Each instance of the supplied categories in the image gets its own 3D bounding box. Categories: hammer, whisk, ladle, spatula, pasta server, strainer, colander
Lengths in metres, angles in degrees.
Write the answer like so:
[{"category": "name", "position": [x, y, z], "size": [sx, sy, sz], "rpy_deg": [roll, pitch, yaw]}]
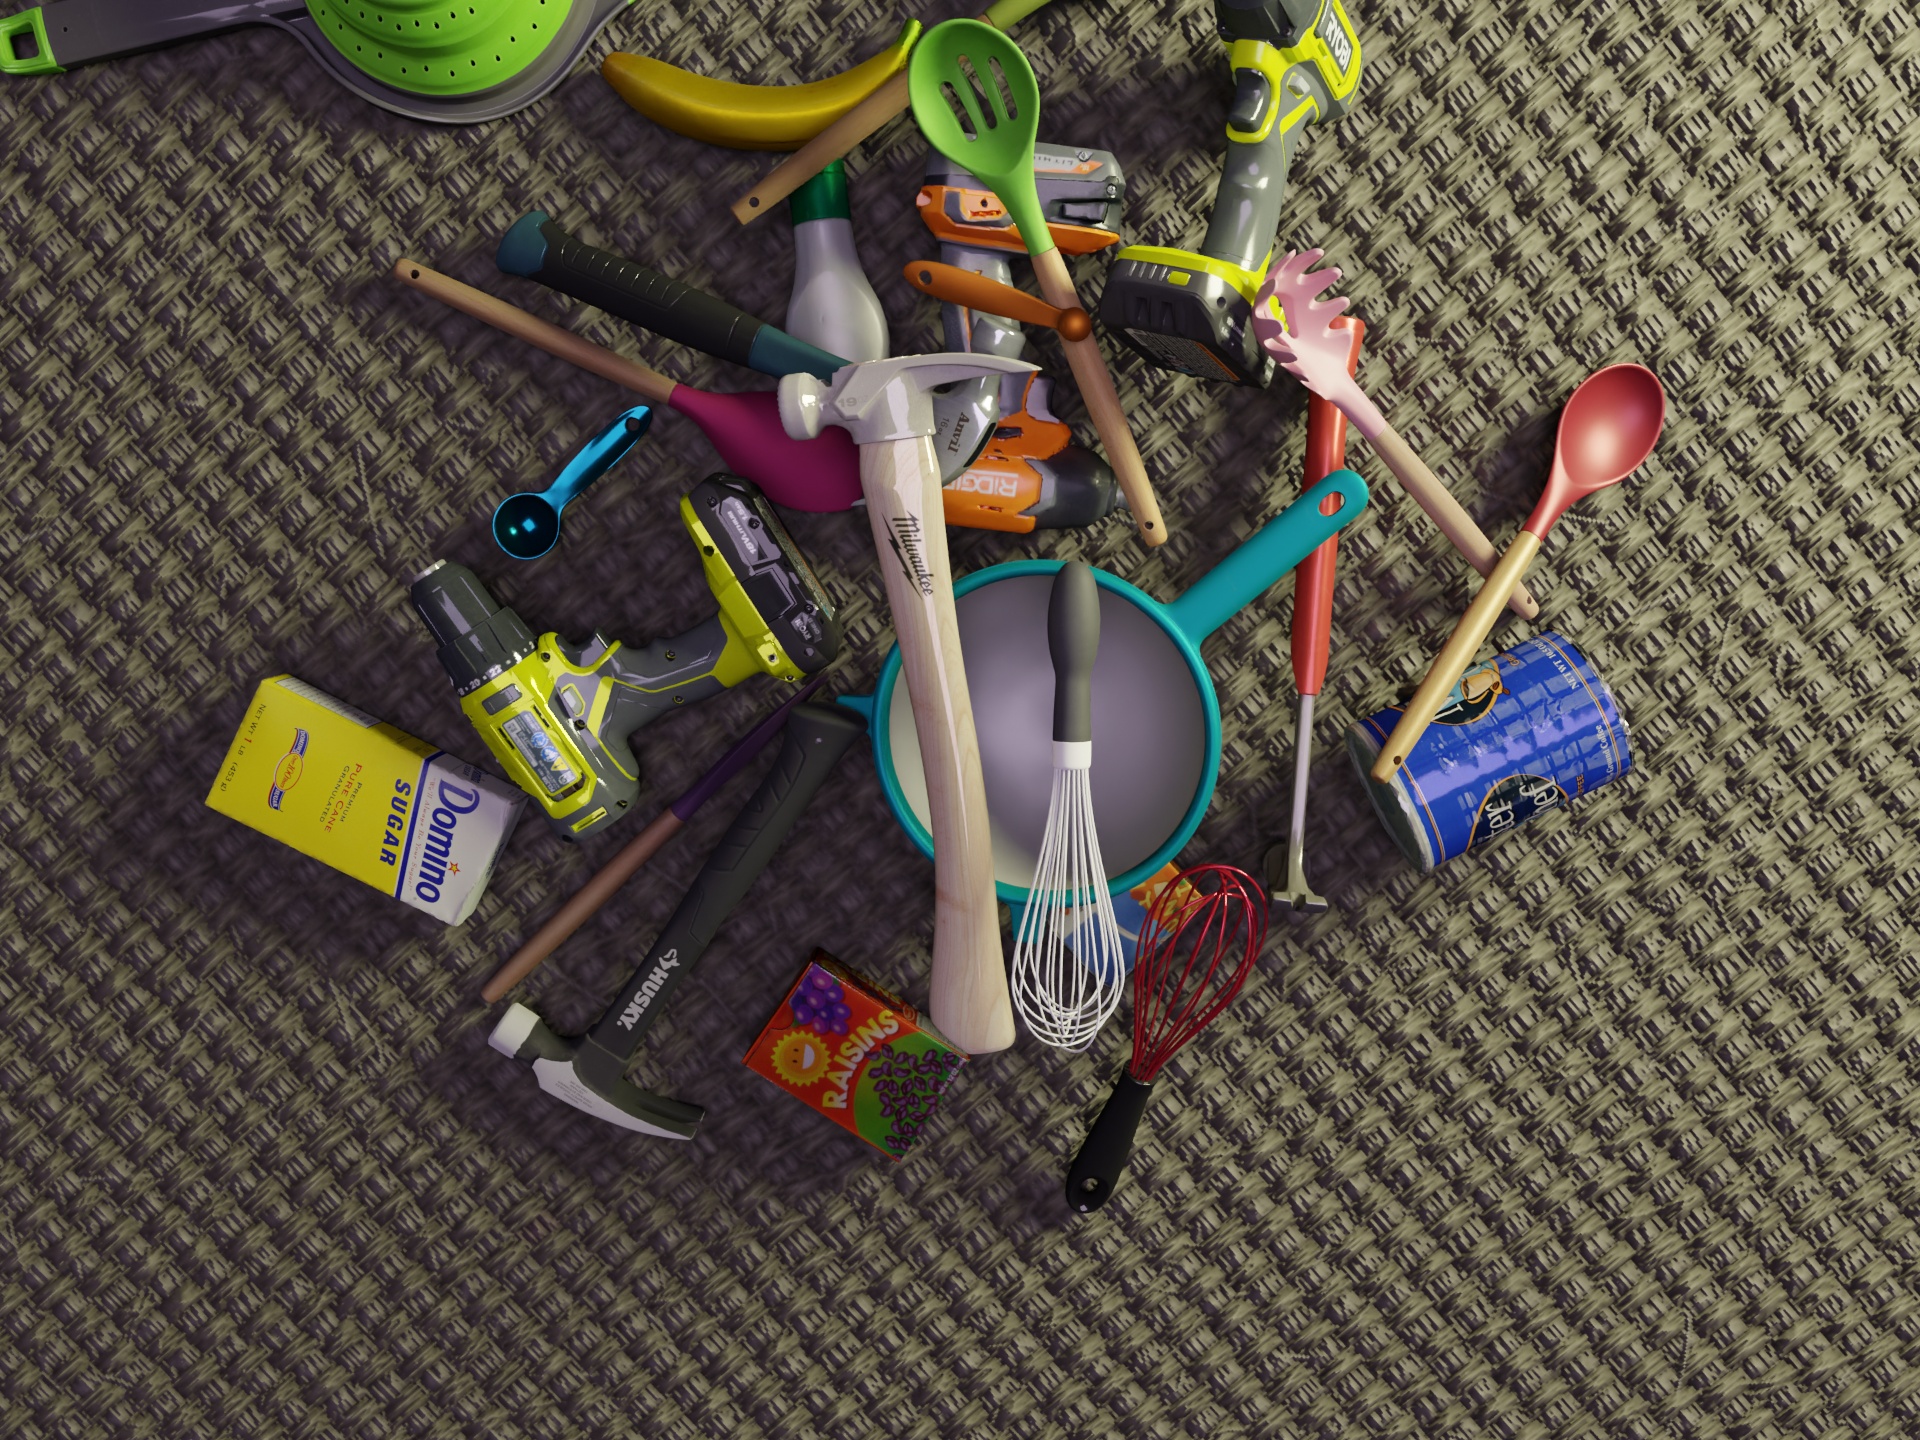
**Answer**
[{"category": "hammer", "position": [-0.001, -0.003, 0.921], "size": [0.146, 0.038, 0.410], "rpy_deg": [-5, 103, 13]}, {"category": "hammer", "position": [-0.131, -0.229, 0.946], "size": [0.331, 0.033, 0.128], "rpy_deg": [25, 107, 12]}, {"category": "whisk", "position": [0.063, 0.051, 0.915], "size": [0.070, 0.070, 0.284], "rpy_deg": [0, 95, 0]}, {"category": "ladle", "position": [0.334, -0.090, 0.963], "size": [0.069, 0.031, 0.315], "rpy_deg": [40, 77, -18]}, {"category": "ladle", "position": [-0.006, -0.395, 0.943], "size": [0.320, 0.062, 0.078], "rpy_deg": [-36, 107, 3]}, {"category": "hammer", "position": [0.214, -0.065, 0.966], "size": [0.037, 0.149, 0.359], "rpy_deg": [4, 91, 8]}, {"category": "spatula", "position": [-0.200, 0.077, 1.024], "size": [0.316, 0.060, 0.018], "rpy_deg": [-43, 89, 10]}, {"category": "pasta server", "position": [0.263, -0.154, 0.930], "size": [0.316, 0.040, 0.060], "rpy_deg": [39, 70, -31]}, {"category": "strainer", "position": [0.104, -0.036, 0.964], "size": [0.340, 0.095, 0.211], "rpy_deg": [-40, 89, 16]}, {"category": "whisk", "position": [0.119, 0.206, 0.998], "size": [0.073, 0.073, 0.295], "rpy_deg": [17, 120, -2]}, {"category": "hammer", "position": [-0.158, 0.124, 1.001], "size": [0.146, 0.035, 0.334], "rpy_deg": [34, 109, -5]}, {"category": "colander", "position": [-0.393, -0.445, 0.928], "size": [0.397, 0.094, 0.204], "rpy_deg": [-12, 97, 2]}]

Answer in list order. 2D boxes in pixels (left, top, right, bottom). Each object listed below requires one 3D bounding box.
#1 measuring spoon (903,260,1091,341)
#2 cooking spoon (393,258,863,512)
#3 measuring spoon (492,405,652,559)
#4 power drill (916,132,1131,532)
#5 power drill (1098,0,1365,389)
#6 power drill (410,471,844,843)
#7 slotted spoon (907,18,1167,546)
[{"category": "measuring spoon", "position": [0.019, -0.238, 0.903], "size": [0.117, 0.011, 0.021], "rpy_deg": [21, 126, 13]}, {"category": "cooking spoon", "position": [-0.204, -0.215, 0.994], "size": [0.319, 0.017, 0.069], "rpy_deg": [24, 91, -4]}, {"category": "measuring spoon", "position": [-0.242, -0.152, 1.010], "size": [0.128, 0.021, 0.042], "rpy_deg": [-45, 92, -4]}, {"category": "power drill", "position": [0.040, -0.227, 0.965], "size": [0.164, 0.084, 0.226], "rpy_deg": [7, 102, -1]}, {"category": "power drill", "position": [0.156, -0.315, 0.897], "size": [0.080, 0.171, 0.223], "rpy_deg": [18, 93, 27]}, {"category": "power drill", "position": [-0.207, -0.055, 0.984], "size": [0.228, 0.080, 0.190], "rpy_deg": [-31, 103, 6]}, {"category": "slotted spoon", "position": [0.055, -0.242, 0.908], "size": [0.070, 0.031, 0.313], "rpy_deg": [-18, 108, 21]}]
